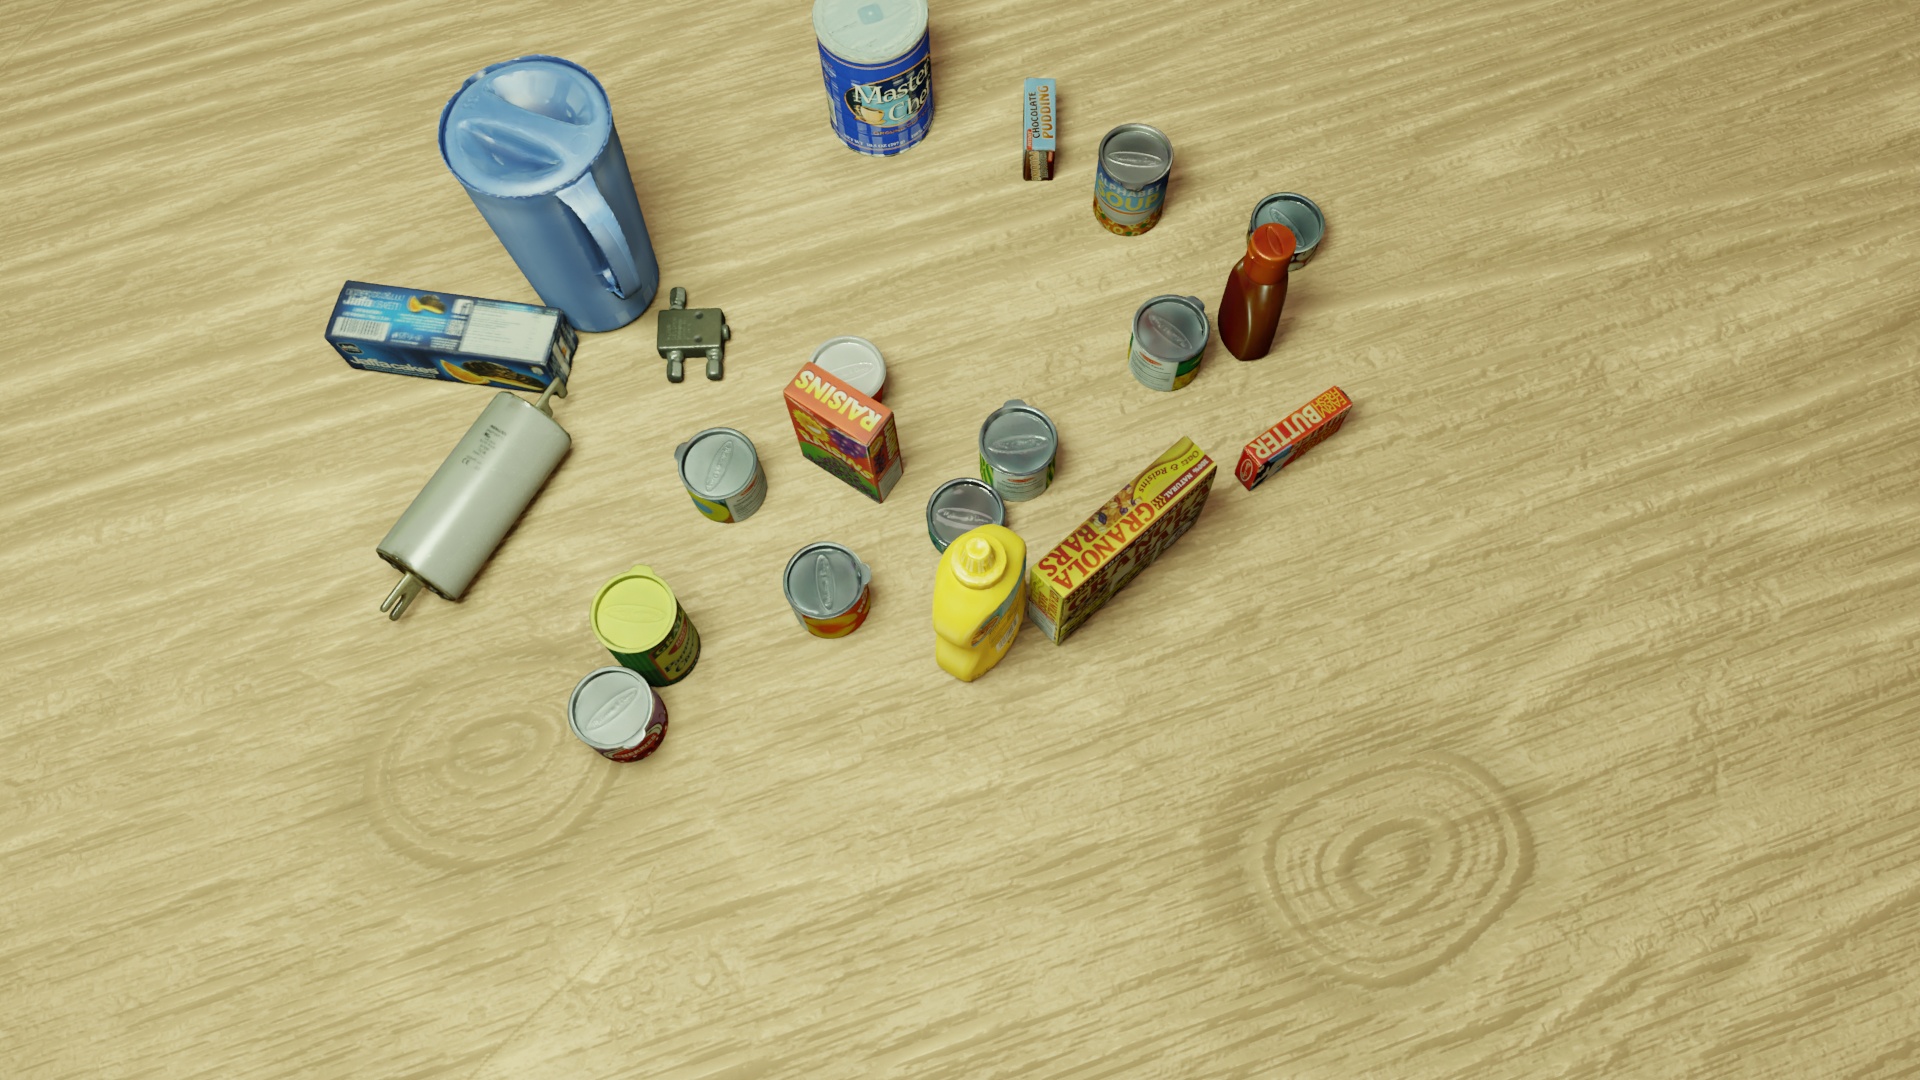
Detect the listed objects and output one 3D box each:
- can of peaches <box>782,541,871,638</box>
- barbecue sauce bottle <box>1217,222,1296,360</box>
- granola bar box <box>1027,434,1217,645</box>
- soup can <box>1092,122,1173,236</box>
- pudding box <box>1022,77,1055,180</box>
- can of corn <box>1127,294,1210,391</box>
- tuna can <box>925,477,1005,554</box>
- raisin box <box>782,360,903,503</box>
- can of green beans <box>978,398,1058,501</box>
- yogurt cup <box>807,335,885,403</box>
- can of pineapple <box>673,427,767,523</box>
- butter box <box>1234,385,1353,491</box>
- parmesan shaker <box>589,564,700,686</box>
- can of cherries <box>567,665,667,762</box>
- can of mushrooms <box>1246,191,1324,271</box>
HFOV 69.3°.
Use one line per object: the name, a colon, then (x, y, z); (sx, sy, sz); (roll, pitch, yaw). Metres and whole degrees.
can of peaches: (-0.106, 0.041, 1.134); (0.071, 0.058, 0.071); (0, 69, 1)
barbecue sauce bottle: (0.252, -0.213, 1.178); (0.044, 0.148, 0.065); (-14, 69, -4)
granola bar box: (0.127, 0.003, 1.109); (0.166, 0.123, 0.039); (-40, 73, -13)
soup can: (0.154, -0.323, 1.258); (0.071, 0.083, 0.071); (0, 69, 1)
pudding box: (0.074, -0.386, 1.303); (0.030, 0.049, 0.084); (1, 69, 2)
can of corn: (0.182, -0.173, 1.212); (0.071, 0.058, 0.071); (0, 69, 1)
tuna can: (0.004, -0.015, 1.167); (0.071, 0.032, 0.071); (0, 69, 1)
raisin box: (-0.096, -0.088, 1.149); (0.086, 0.123, 0.040); (33, 73, 13)
can of green beans: (0.049, -0.073, 1.176); (0.071, 0.057, 0.071); (0, 69, 1)
yogurt cup: (-0.097, -0.137, 1.206); (0.072, 0.053, 0.072); (0, 69, 1)
can of pineapple: (-0.201, -0.055, 1.174); (0.071, 0.057, 0.071); (0, 69, 1)
butter box: (0.282, -0.087, 1.179); (0.104, 0.053, 0.024); (-33, 72, -11)
parmesan shaker: (-0.247, 0.069, 1.102); (0.071, 0.102, 0.071); (0, 69, 1)
can of cherries: (-0.269, 0.141, 1.098); (0.071, 0.058, 0.072); (0, 69, 1)
can of mushrooms: (0.293, -0.280, 1.265); (0.071, 0.033, 0.071); (0, 69, 1)
